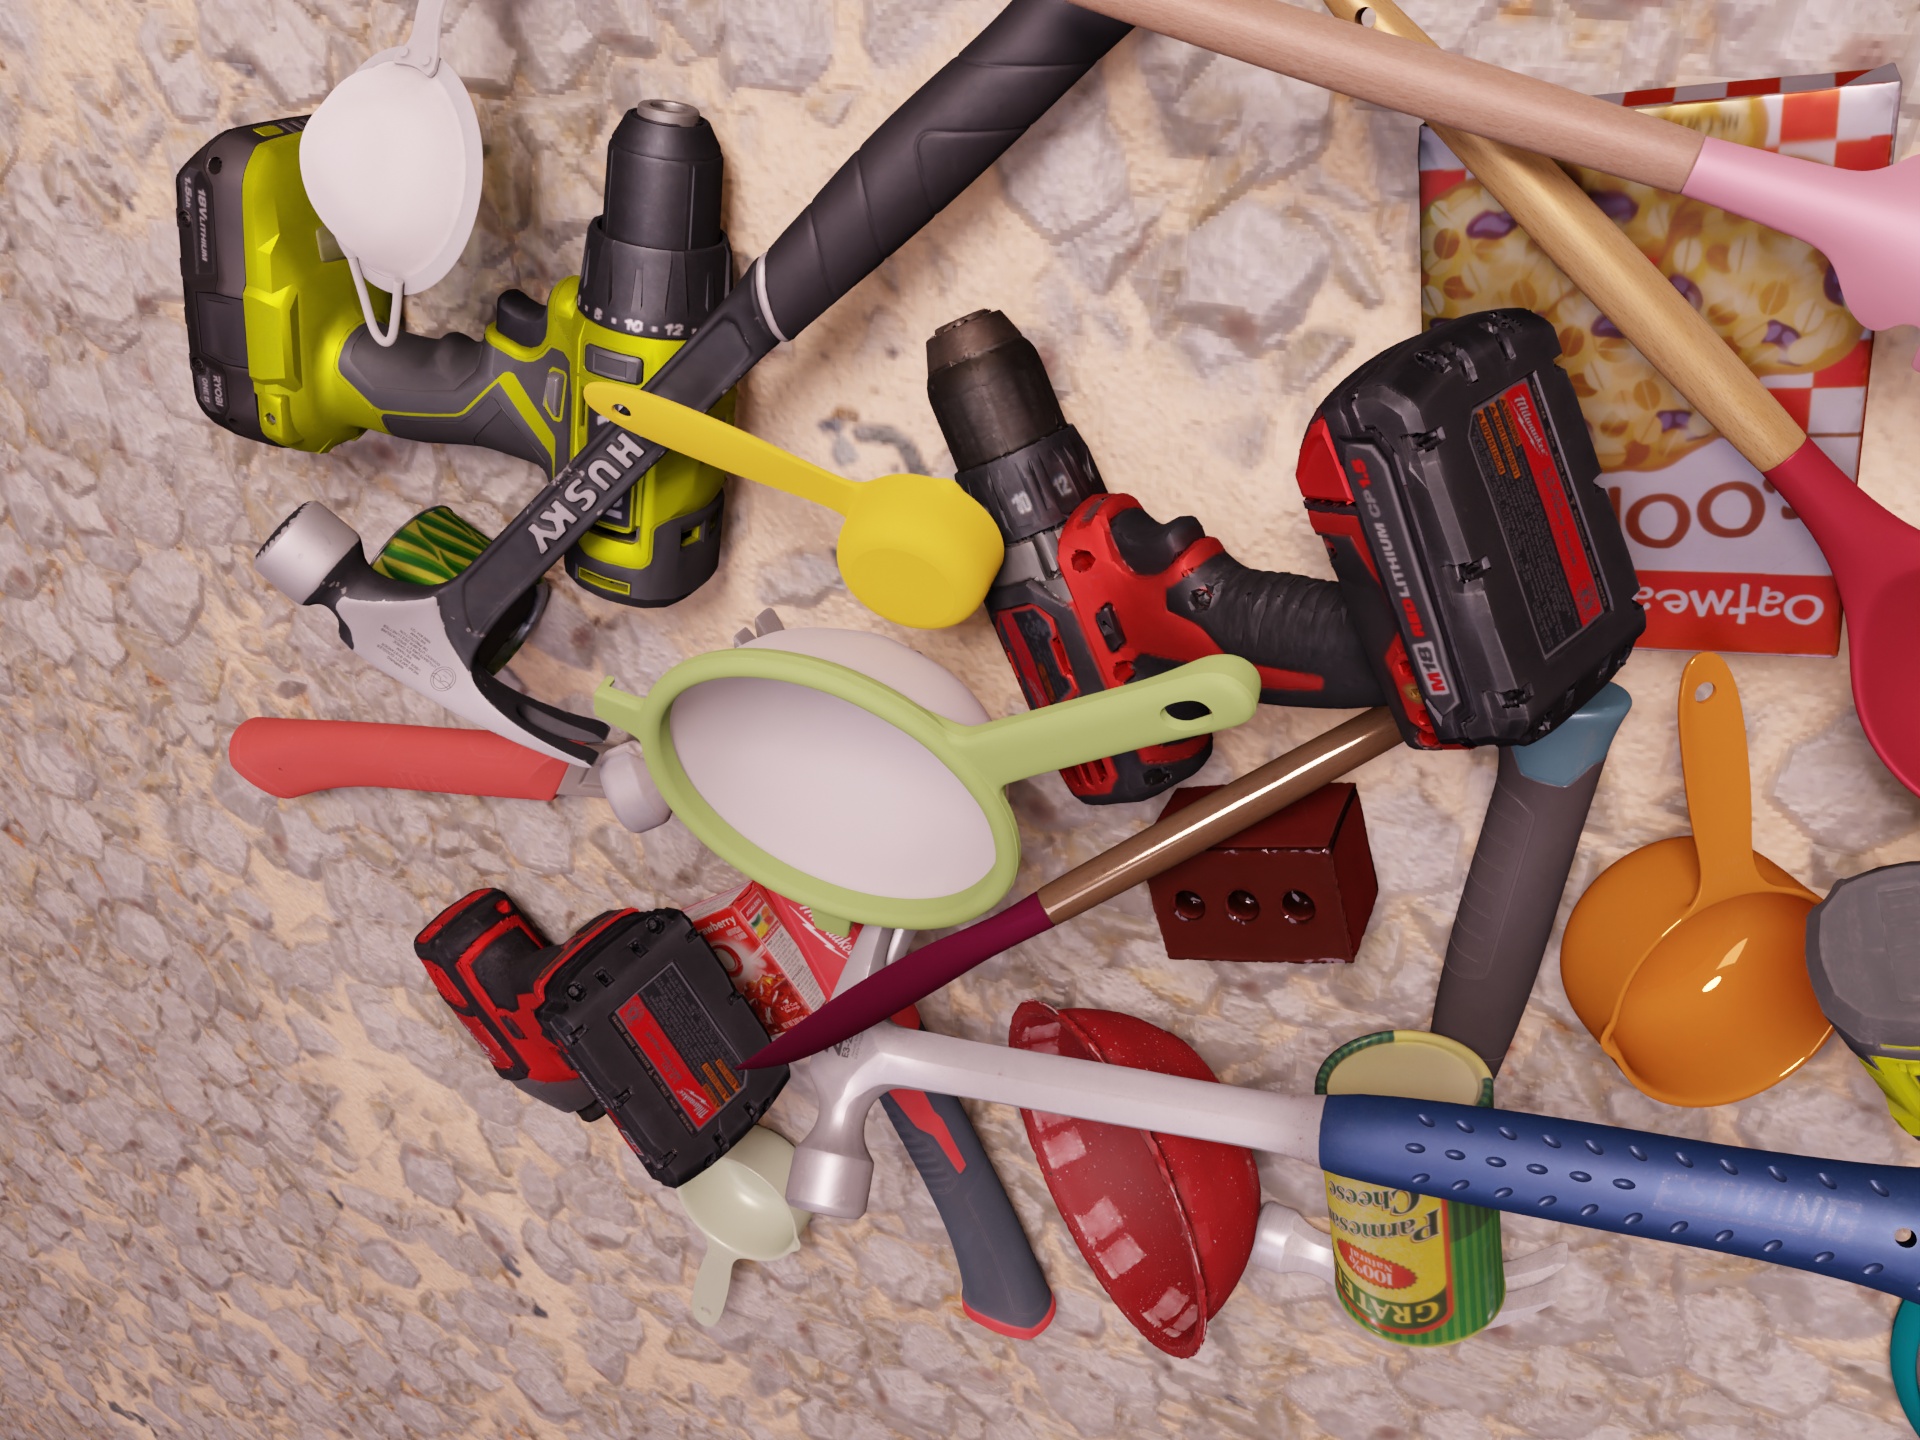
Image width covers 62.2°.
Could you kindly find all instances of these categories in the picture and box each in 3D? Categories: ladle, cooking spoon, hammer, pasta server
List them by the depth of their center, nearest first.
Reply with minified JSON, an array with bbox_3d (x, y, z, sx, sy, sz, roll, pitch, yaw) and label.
[{"bbox_3d":[0.165,-0.153,0.419,0.316,0.040,0.060,23,105,12],"label":"pasta server"},{"bbox_3d":[0.212,-0.092,0.446,0.315,0.031,0.069,46,121,-1],"label":"ladle"},{"bbox_3d":[-0.075,-0.131,0.559,0.409,0.036,0.149,-38,113,24],"label":"hammer"},{"bbox_3d":[0.121,0.139,0.570,0.405,0.144,0.035,3,163,29],"label":"hammer"},{"bbox_3d":[0.054,0.058,0.588,0.319,0.068,0.017,-30,78,9],"label":"cooking spoon"},{"bbox_3d":[0.201,0.126,0.634,0.128,0.033,0.330,16,125,19],"label":"hammer"},{"bbox_3d":[-0.017,0.148,0.746,0.143,0.038,0.386,-22,117,4],"label":"hammer"},{"bbox_3d":[-0.227,0.014,0.789,0.359,0.037,0.149,3,120,26],"label":"hammer"}]

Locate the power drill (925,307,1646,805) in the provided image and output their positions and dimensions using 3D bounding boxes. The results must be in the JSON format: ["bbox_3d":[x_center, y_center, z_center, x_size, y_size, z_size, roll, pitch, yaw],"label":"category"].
[{"bbox_3d":[0.084,-0.067,0.525,0.227,0.080,0.188,-8,108,53],"label":"power drill"}]

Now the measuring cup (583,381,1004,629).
[{"bbox_3d":[-0.061,-0.075,0.549,0.156,0.029,0.062,23,146,-6],"label":"measuring cup"}]

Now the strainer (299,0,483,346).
[{"bbox_3d":[-0.182,-0.258,0.549,0.087,0.050,0.258,28,104,26],"label":"strainer"}]

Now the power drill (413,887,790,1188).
[{"bbox_3d":[-0.186,0.156,0.799,0.220,0.078,0.143,-4,121,53],"label":"power drill"}]

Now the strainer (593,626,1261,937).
[{"bbox_3d":[-0.001,-0.002,0.568,0.256,0.069,0.151,-16,127,39],"label":"strainer"}]

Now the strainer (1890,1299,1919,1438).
[{"bbox_3d":[0.460,0.326,0.582,0.211,0.095,0.340,2,118,26],"label":"strainer"}]

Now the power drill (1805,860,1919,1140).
[{"bbox_3d":[0.386,0.082,0.461,0.223,0.080,0.171,-16,143,35],"label":"power drill"}]

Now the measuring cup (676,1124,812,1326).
[{"bbox_3d":[-0.127,0.290,0.906,0.083,0.038,0.167,27,130,10],"label":"measuring cup"}]

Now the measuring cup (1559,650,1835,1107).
[{"bbox_3d":[0.243,0.047,0.534,0.095,0.052,0.173,-18,114,-2],"label":"measuring cup"}]

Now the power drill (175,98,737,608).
[{"bbox_3d":[-0.193,-0.164,0.637,0.228,0.080,0.190,19,122,14],"label":"power drill"}]
